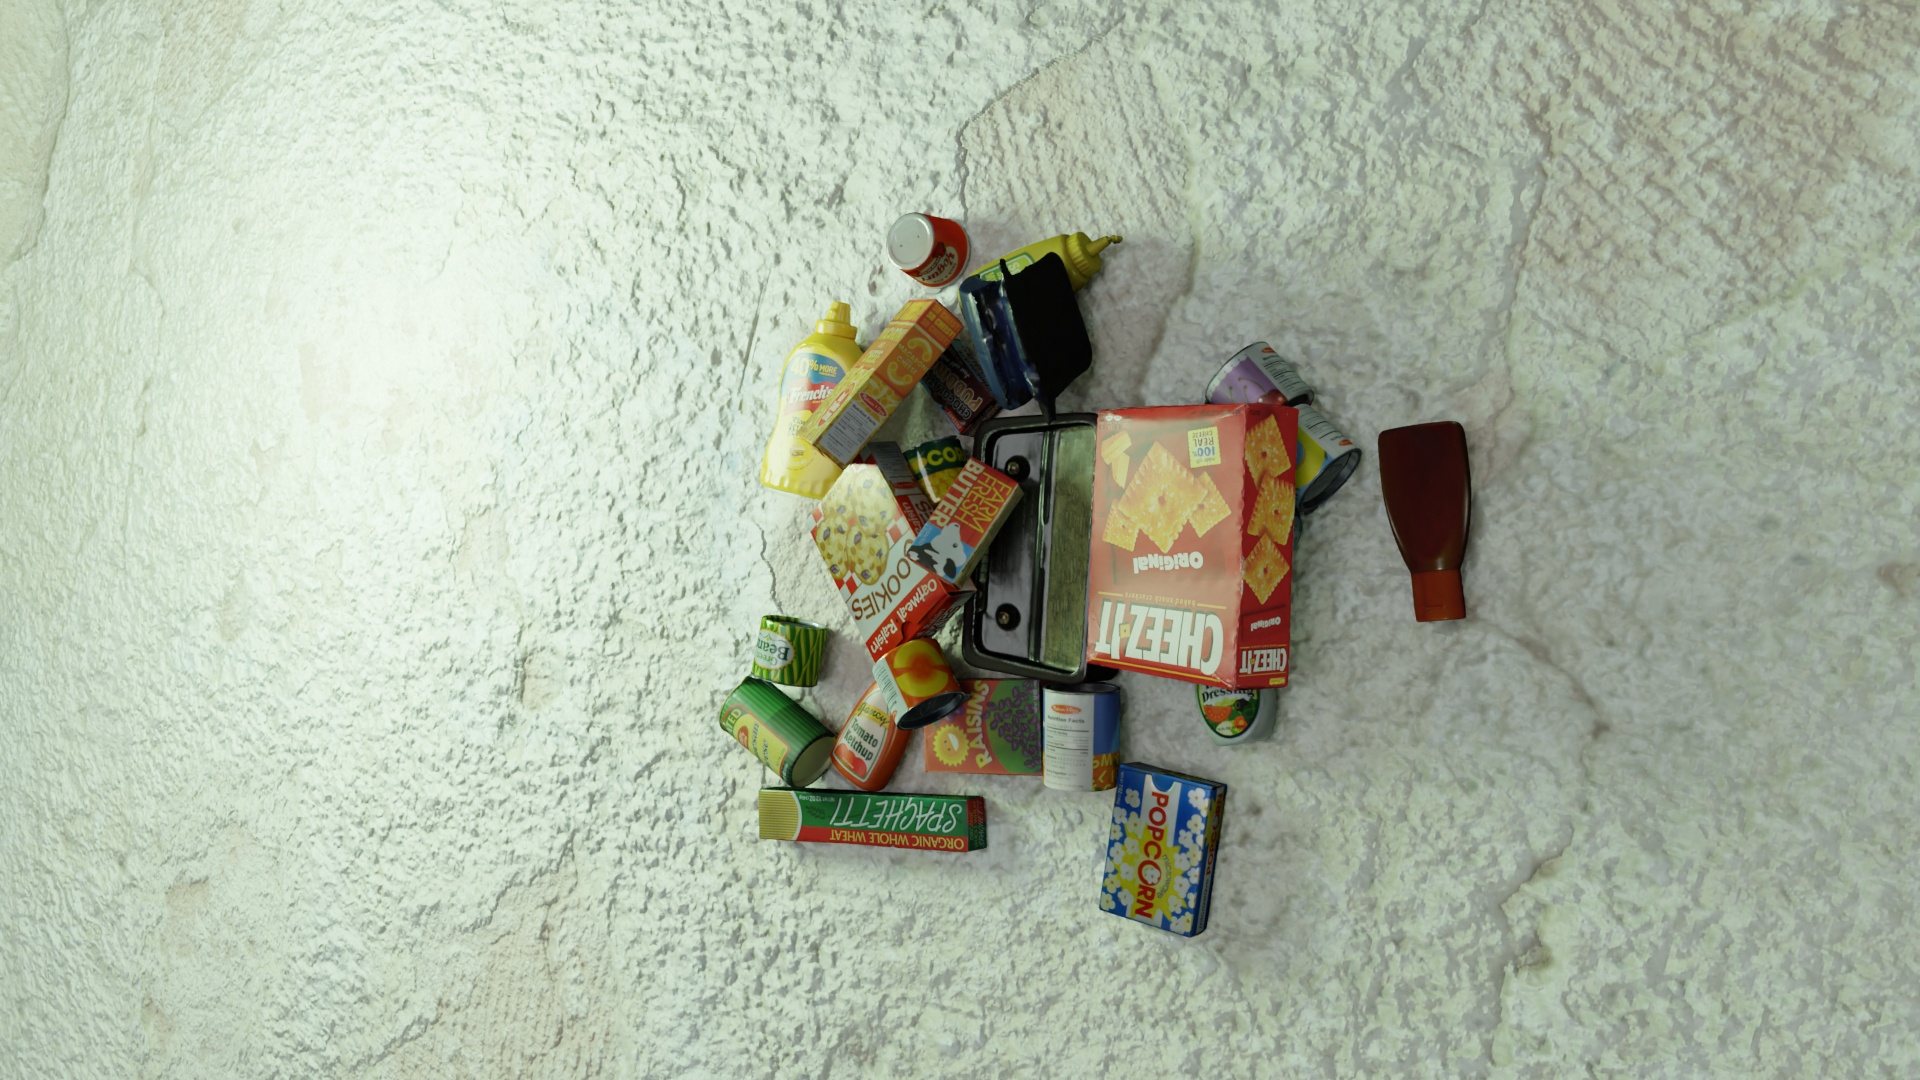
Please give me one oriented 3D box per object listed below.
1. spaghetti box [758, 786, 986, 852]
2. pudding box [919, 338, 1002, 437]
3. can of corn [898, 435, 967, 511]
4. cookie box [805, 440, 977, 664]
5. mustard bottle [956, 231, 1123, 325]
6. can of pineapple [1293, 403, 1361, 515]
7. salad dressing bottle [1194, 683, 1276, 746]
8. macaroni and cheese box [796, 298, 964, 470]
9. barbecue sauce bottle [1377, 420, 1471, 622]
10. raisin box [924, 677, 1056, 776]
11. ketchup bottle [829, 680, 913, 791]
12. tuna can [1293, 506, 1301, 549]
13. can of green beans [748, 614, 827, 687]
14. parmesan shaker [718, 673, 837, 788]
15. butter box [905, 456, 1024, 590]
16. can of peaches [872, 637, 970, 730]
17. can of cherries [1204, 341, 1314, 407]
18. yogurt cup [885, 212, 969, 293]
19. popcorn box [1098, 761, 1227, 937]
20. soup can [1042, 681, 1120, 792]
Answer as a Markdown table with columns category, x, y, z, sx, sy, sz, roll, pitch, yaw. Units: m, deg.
| category | x | y | z | sx | sy | sz | roll | pitch | yaw |
| --- | --- | --- | --- | --- | --- | --- | --- | --- | --- |
| spaghetti box | -0.089 | 0.263 | 1.318 | 0.250 | 0.029 | 0.050 | -4 | 86 | 32 |
| pudding box | -0.001 | -0.142 | 1.288 | 0.049 | 0.030 | 0.084 | -44 | 66 | 23 |
| can of corn | -0.020 | -0.055 | 1.273 | 0.071 | 0.071 | 0.058 | -27 | 74 | 28 |
| cookie box | -0.067 | 0.013 | 1.250 | 0.122 | 0.040 | 0.168 | -48 | 60 | 39 |
| mustard bottle | 0.073 | -0.236 | 1.237 | 0.160 | 0.049 | 0.065 | -25 | 78 | 28 |
| can of pineapple | 0.270 | -0.064 | 1.094 | 0.058 | 0.071 | 0.070 | 48 | 111 | 25 |
| salad dressing bottle | 0.217 | 0.091 | 1.130 | 0.064 | 0.044 | 0.148 | -15 | 79 | 32 |
| macaroni and cheese box | -0.075 | -0.144 | 1.260 | 0.040 | 0.124 | 0.166 | 41 | 88 | -16 |
| barbecue sauce bottle | 0.355 | -0.013 | 1.051 | 0.065 | 0.044 | 0.148 | -8 | 83 | 31 |
| raisin box | 0.027 | 0.166 | 1.246 | 0.123 | 0.040 | 0.086 | -4 | 86 | 32 |
| ketchup bottle | -0.066 | 0.158 | 1.302 | 0.065 | 0.043 | 0.148 | 37 | 105 | 35 |
| tuna can | 0.239 | -0.014 | 1.129 | 0.071 | 0.033 | 0.071 | -2 | 86 | 32 |
| can of green beans | -0.167 | 0.107 | 1.354 | 0.071 | 0.071 | 0.057 | 13 | 94 | 32 |
| parmesan shaker | -0.177 | 0.185 | 1.354 | 0.103 | 0.071 | 0.071 | 34 | 105 | 29 |
| butter box | 0.004 | -0.015 | 1.171 | 0.053 | 0.024 | 0.103 | 30 | 81 | 22 |
| can of peaches | -0.035 | 0.126 | 1.227 | 0.071 | 0.071 | 0.058 | -39 | 64 | 24 |
| can of cherries | 0.239 | -0.115 | 1.117 | 0.071 | 0.071 | 0.058 | -47 | 66 | 21 |
| yogurt cup | -0.033 | -0.275 | 1.303 | 0.072 | 0.054 | 0.072 | -3 | 85 | 32 |
| popcorn box | 0.168 | 0.255 | 1.154 | 0.085 | 0.038 | 0.126 | 9 | 92 | 33 |
| soup can | 0.104 | 0.166 | 1.183 | 0.071 | 0.071 | 0.083 | 2 | 93 | 32 |
